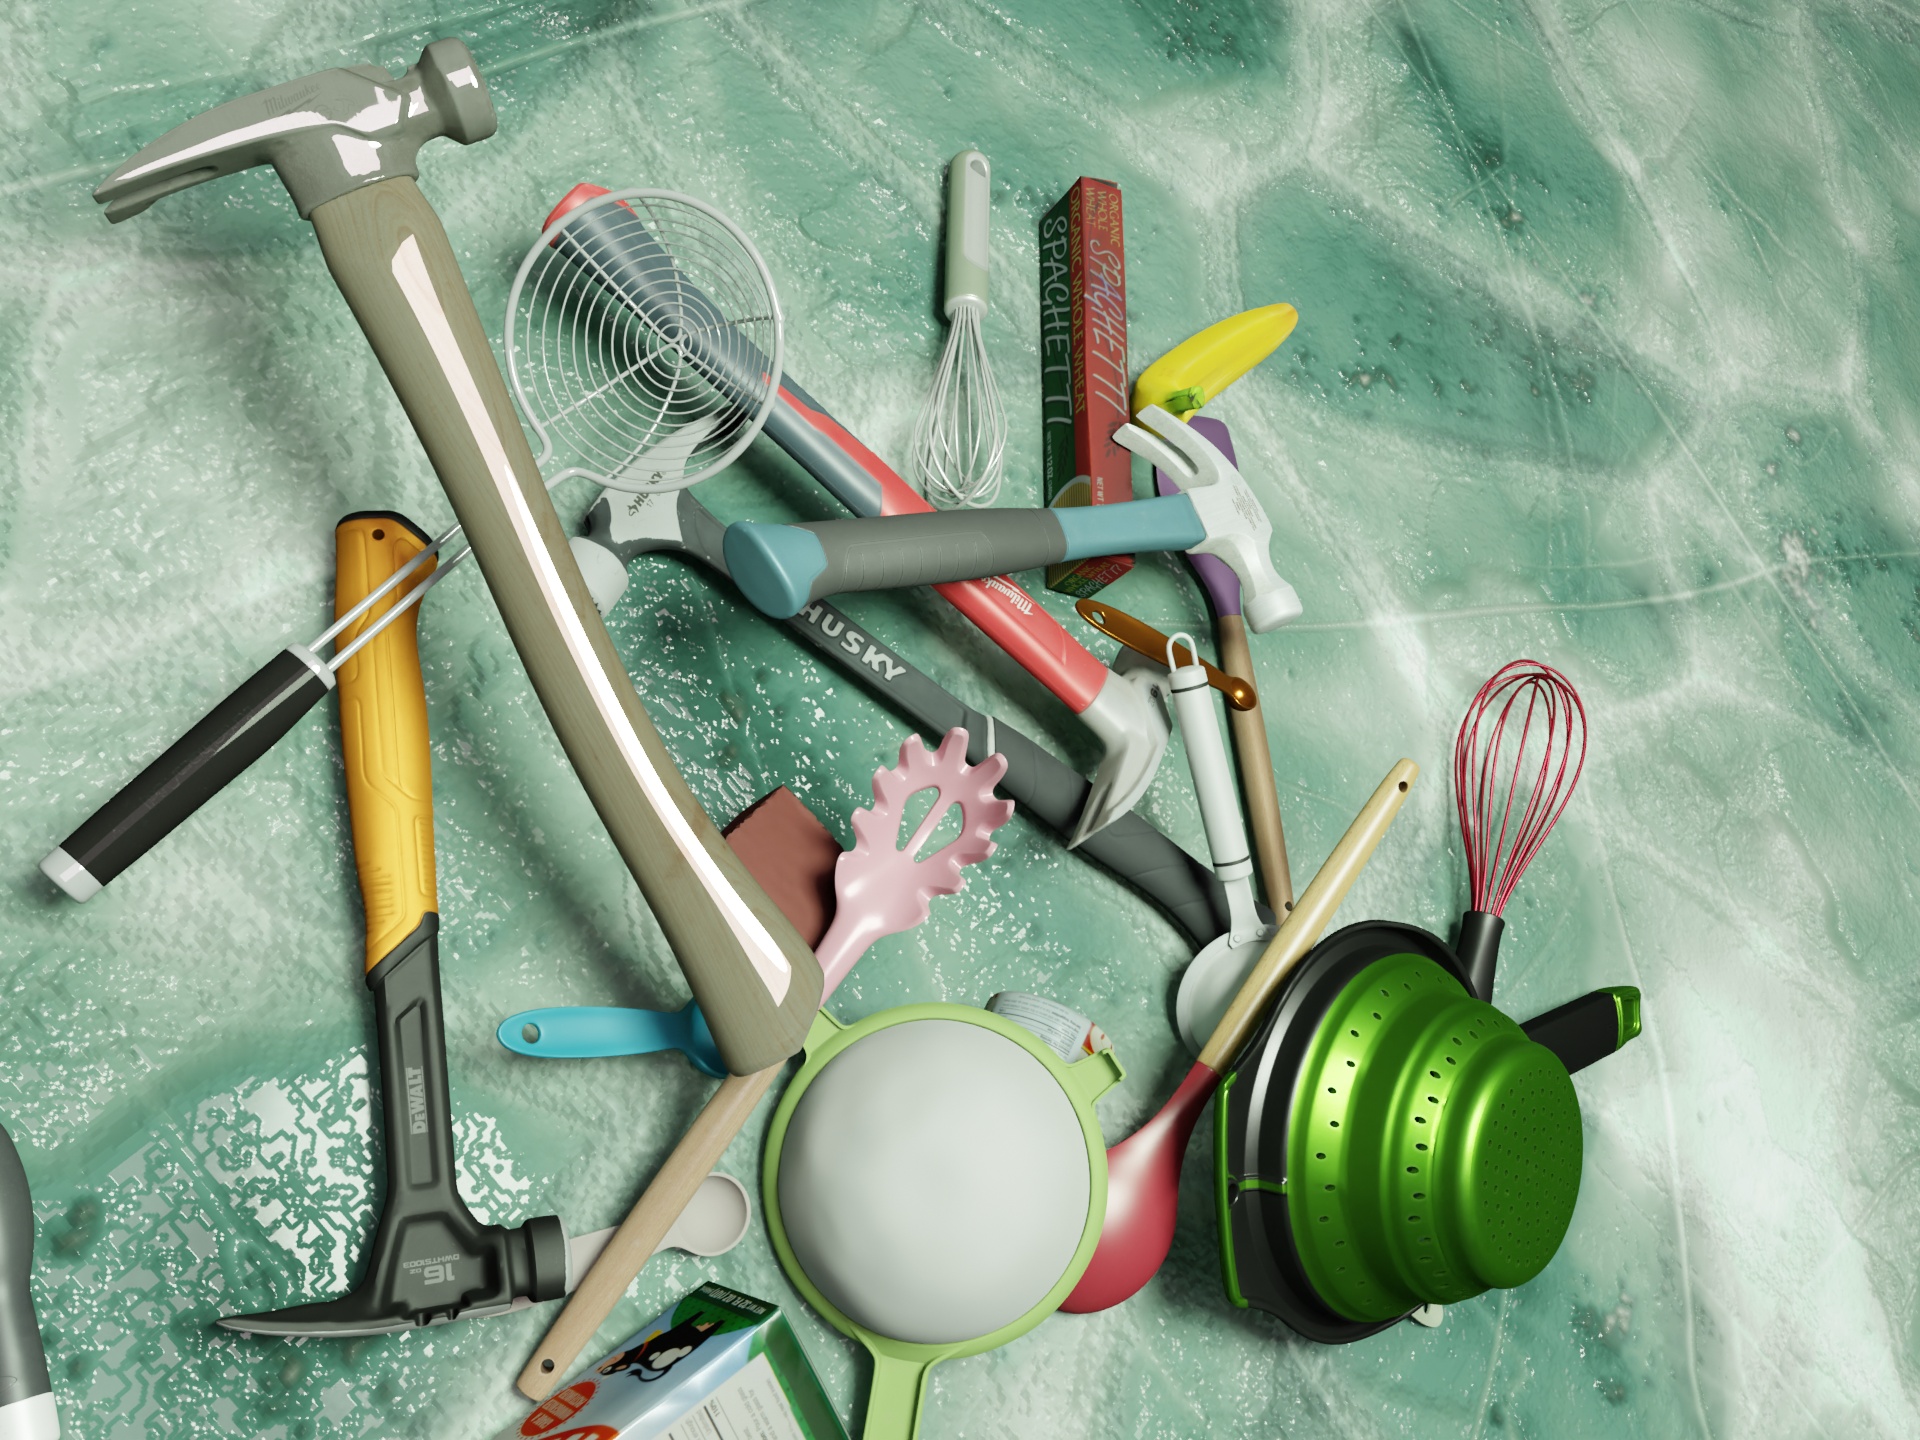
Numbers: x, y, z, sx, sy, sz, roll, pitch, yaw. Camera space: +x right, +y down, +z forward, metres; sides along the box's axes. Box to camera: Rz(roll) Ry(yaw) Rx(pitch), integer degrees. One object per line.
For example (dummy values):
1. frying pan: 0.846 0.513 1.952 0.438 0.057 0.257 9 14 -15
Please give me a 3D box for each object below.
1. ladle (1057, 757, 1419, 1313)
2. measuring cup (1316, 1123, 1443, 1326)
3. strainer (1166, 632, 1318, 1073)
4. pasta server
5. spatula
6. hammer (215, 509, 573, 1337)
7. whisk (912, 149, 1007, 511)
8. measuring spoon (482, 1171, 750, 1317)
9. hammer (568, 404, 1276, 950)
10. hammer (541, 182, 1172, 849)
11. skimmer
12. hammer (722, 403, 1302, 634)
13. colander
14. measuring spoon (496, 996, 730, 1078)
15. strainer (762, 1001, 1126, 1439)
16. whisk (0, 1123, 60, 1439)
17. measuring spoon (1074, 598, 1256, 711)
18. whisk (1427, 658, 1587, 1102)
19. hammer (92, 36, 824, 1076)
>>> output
1. ladle: 0.133 0.146 0.759 0.069 0.031 0.315 39 78 -12
2. measuring cup: 0.190 0.265 0.810 0.167 0.038 0.083 44 58 -27
3. strainer: 0.137 0.082 0.796 0.087 0.050 0.258 -14 96 0
4. pasta server: -0.081 0.138 0.657 0.060 0.040 0.316 35 76 4
5. spatula: 0.155 -0.034 0.905 0.059 0.018 0.316 1 70 -25
6. hammer: -0.237 0.071 0.647 0.127 0.034 0.337 -2 72 -23
7. whisk: 0.003 -0.220 0.877 0.057 0.059 0.247 20 58 -34
8. measuring spoon: -0.147 0.218 0.658 0.124 0.018 0.034 -13 87 -24
9. hammer: -0.001 -0.003 0.802 0.408 0.036 0.149 36 58 -13
10. hammer: -0.048 -0.102 0.762 0.386 0.038 0.143 41 42 -12
11. skimmer: -0.216 -0.073 0.634 0.127 0.090 0.363 41 66 2
12. hammer: 0.034 -0.086 0.763 0.331 0.033 0.128 -11 74 -40
13. colander: 0.286 0.193 0.803 0.397 0.094 0.204 -7 95 -42
14. measuring spoon: -0.140 0.133 0.670 0.128 0.021 0.042 10 65 -42
15. strainer: -0.022 0.244 0.655 0.151 0.069 0.256 9 78 4
16. whisk: -0.306 0.268 0.529 0.070 0.070 0.285 -10 72 -30
17. measuring spoon: 0.104 -0.032 0.815 0.116 0.011 0.021 26 46 -21
18. whisk: 0.305 0.096 0.917 0.073 0.073 0.296 26 68 -18
19. hammer: -0.170 -0.047 0.611 0.146 0.038 0.410 -26 95 -15
